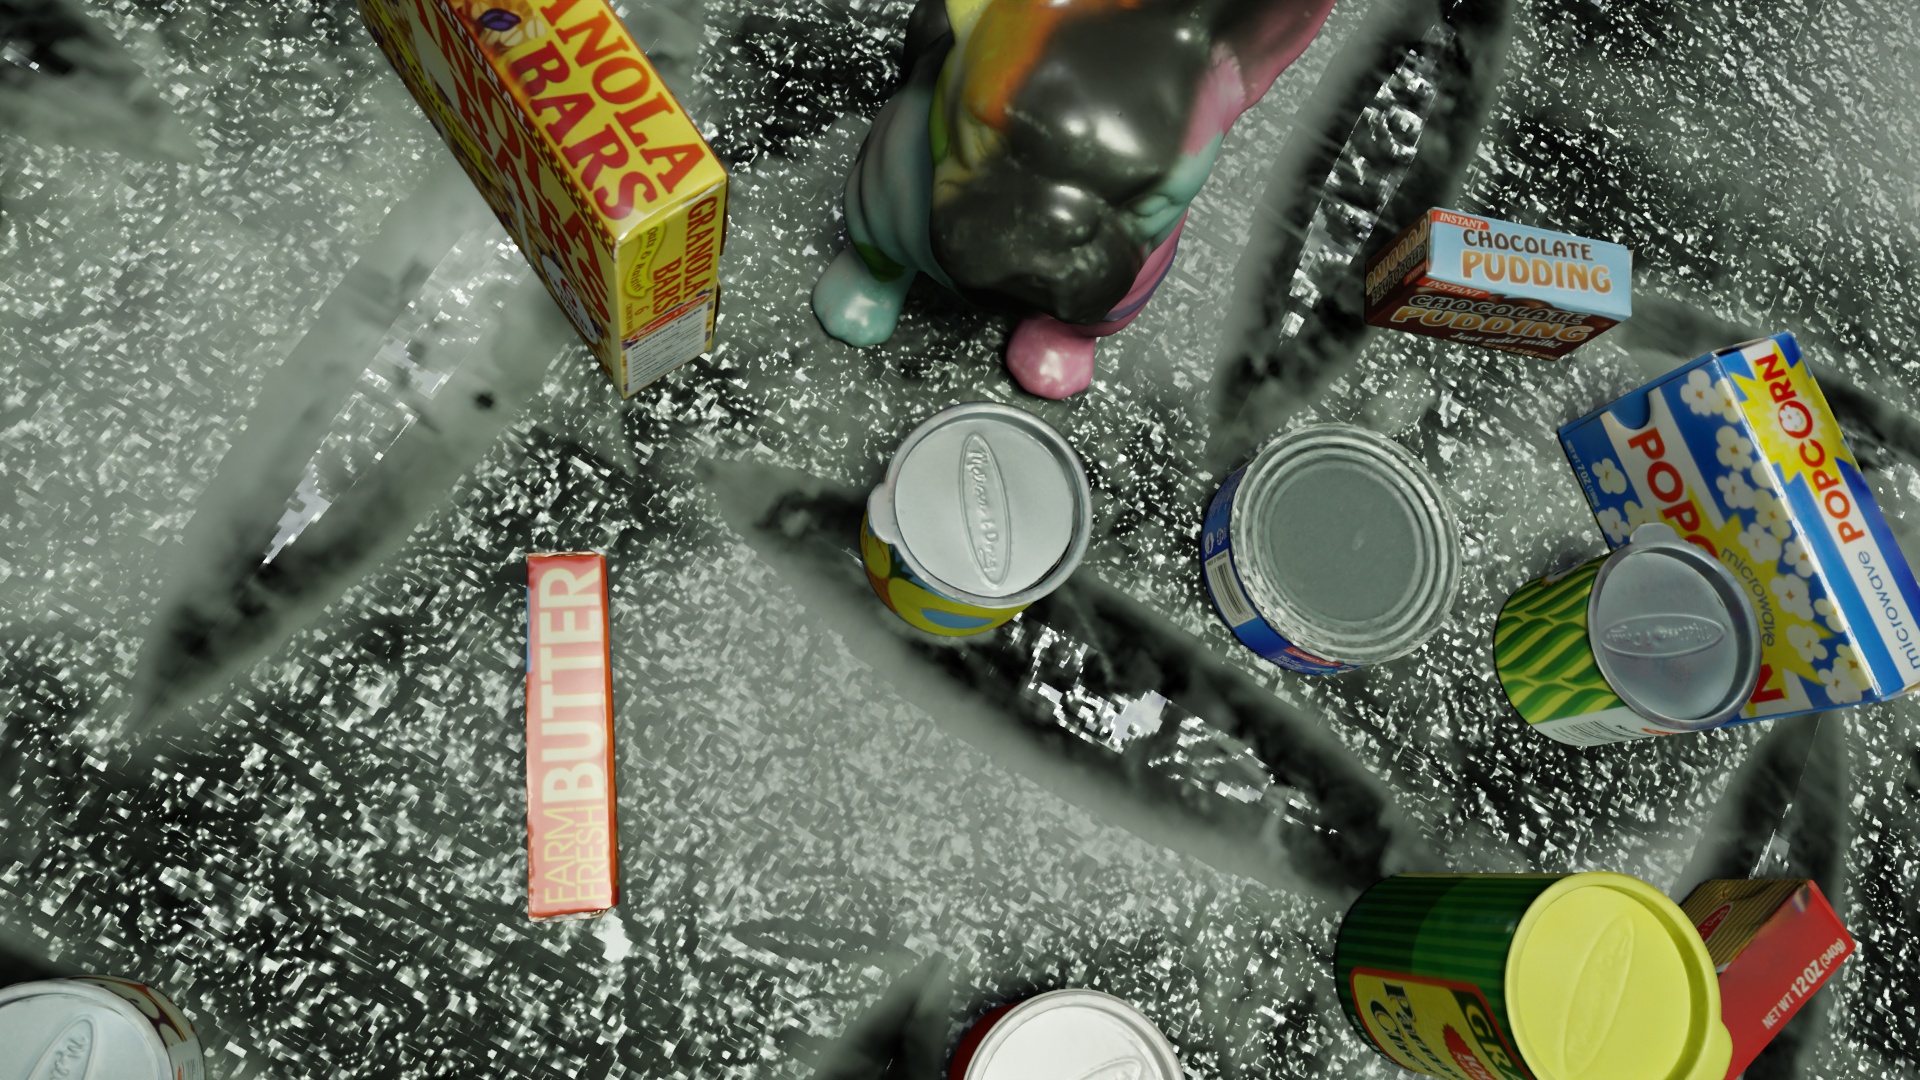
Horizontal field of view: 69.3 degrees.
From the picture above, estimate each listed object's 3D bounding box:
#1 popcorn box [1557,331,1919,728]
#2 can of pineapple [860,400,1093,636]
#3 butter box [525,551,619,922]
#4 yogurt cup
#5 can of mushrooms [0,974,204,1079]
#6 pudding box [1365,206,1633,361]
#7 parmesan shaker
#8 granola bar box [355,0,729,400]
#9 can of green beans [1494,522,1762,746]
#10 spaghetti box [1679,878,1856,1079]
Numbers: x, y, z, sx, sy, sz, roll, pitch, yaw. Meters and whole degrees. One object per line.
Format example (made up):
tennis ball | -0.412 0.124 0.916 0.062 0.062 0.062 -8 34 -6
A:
popcorn box | 0.279 0.000 0.497 0.038 0.085 0.127 -18 80 -16
can of pineapple | 0.002 -0.006 0.451 0.071 0.057 0.071 3 75 -12
butter box | -0.114 0.058 0.411 0.024 0.053 0.103 -2 76 -13
yogurt cup | 0.028 0.167 0.413 0.072 0.053 0.072 3 75 -12
can of mushrooms | -0.243 0.149 0.368 0.071 0.033 0.071 3 75 -12
pudding box | 0.202 -0.096 0.524 0.084 0.049 0.030 9 74 -10
parmesan shaker | 0.170 0.138 0.427 0.071 0.102 0.071 3 75 -12
granola bar box | -0.132 -0.137 0.420 0.039 0.124 0.165 -34 85 -18
can of green beans | 0.234 0.037 0.492 0.071 0.057 0.071 3 75 -12
spaghetti box | 0.188 0.196 0.444 0.251 0.050 0.028 -35 86 -18
